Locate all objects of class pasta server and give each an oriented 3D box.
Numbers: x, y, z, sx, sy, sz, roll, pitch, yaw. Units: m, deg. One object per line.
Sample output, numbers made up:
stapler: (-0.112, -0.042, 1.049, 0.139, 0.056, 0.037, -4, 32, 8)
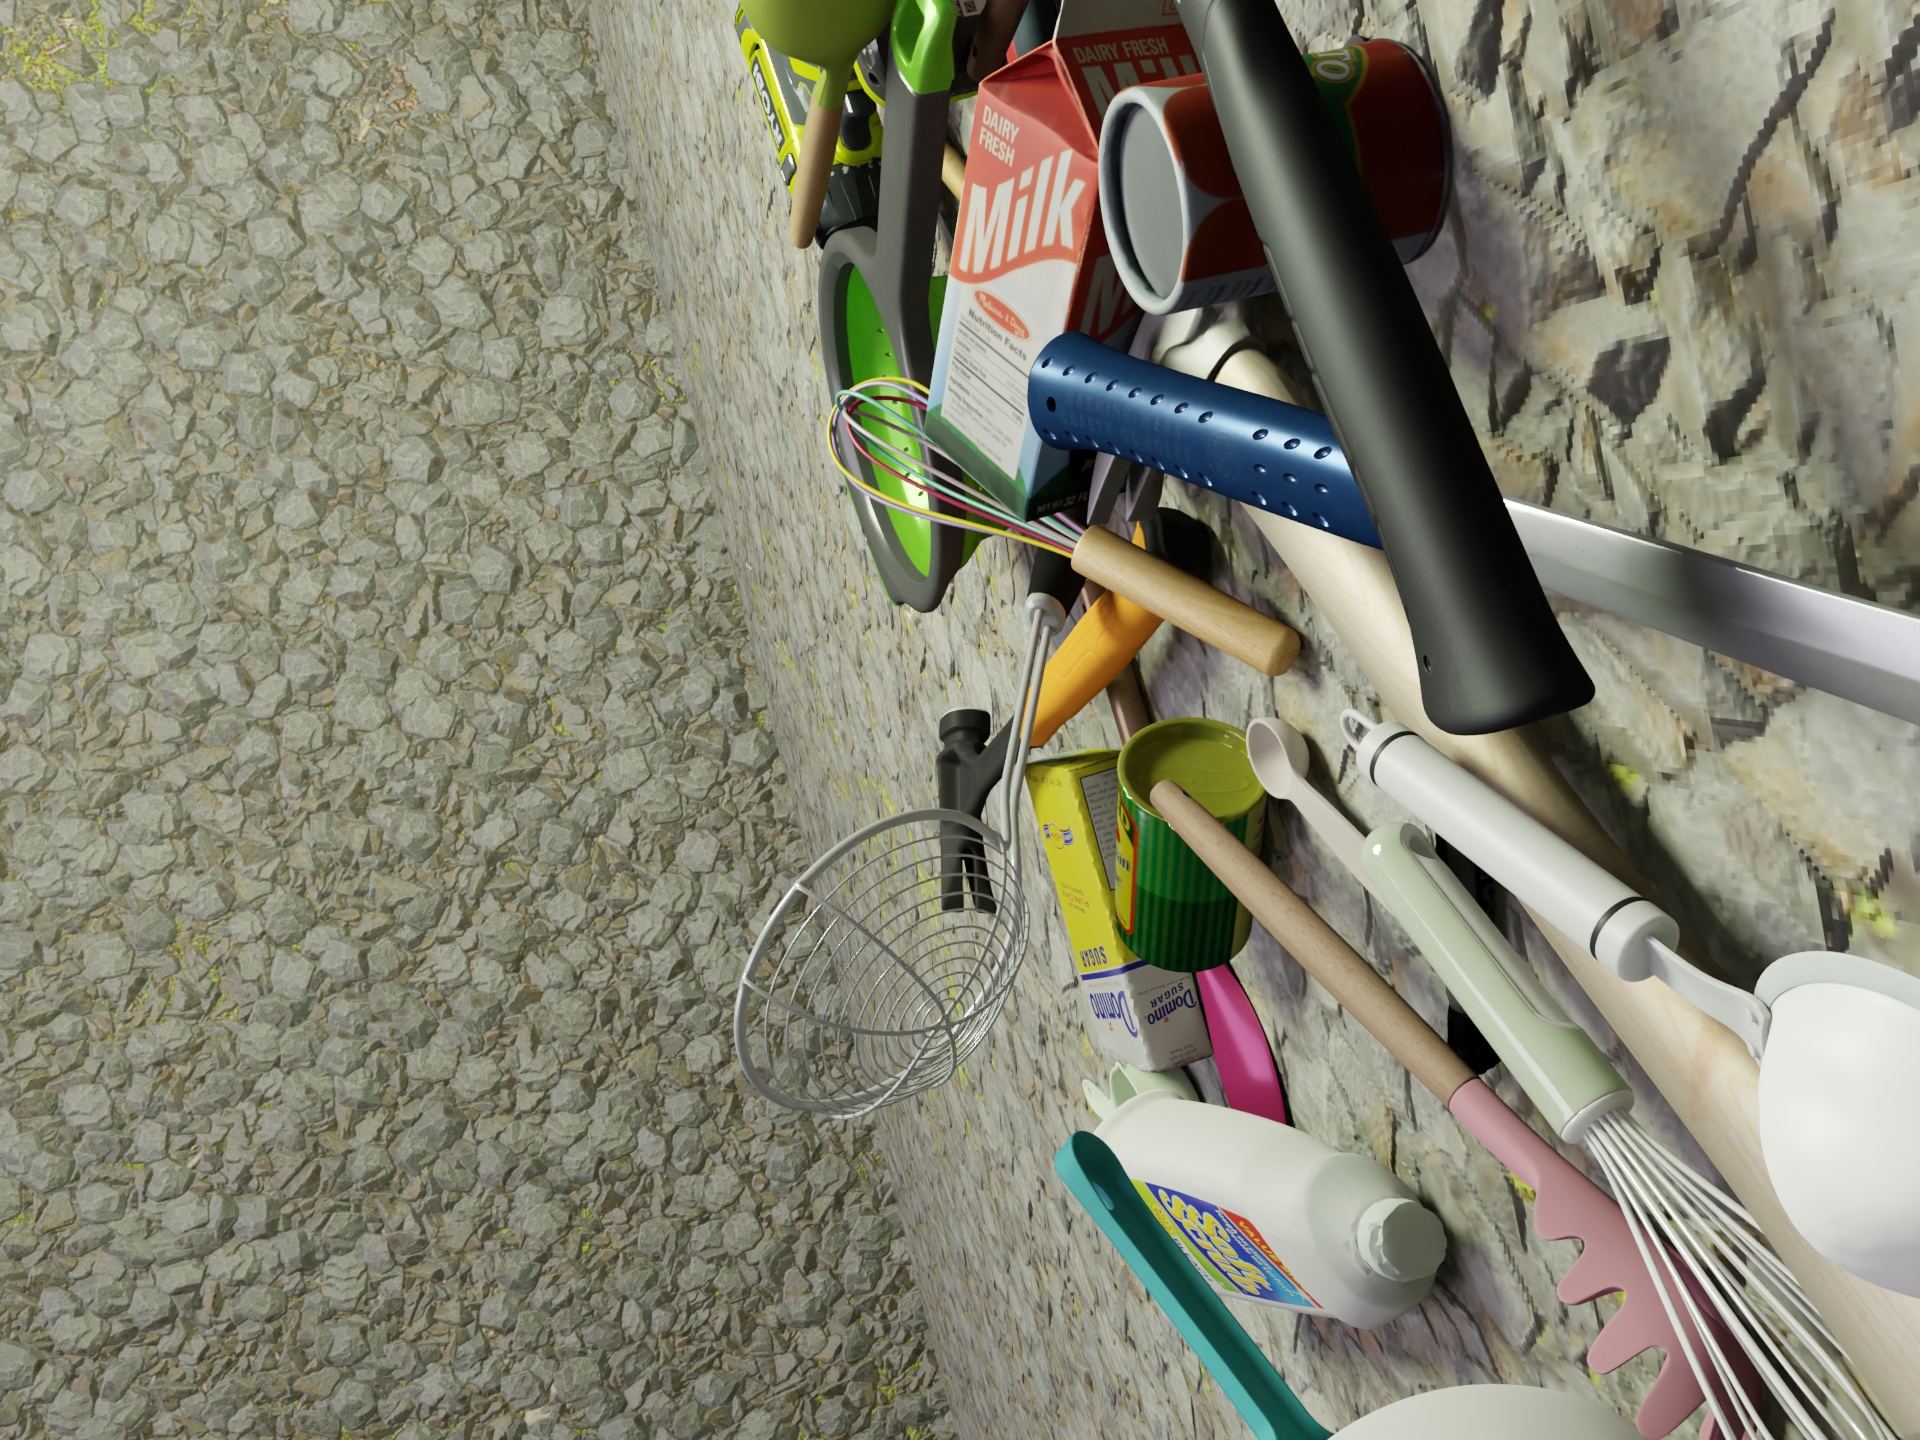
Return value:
pasta server: (0.152, 0.117, 0.554, 0.060, 0.040, 0.317, 30, -167, -42)

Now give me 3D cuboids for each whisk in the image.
whisk: (0.037, -0.087, 0.676, 0.245, 0.047, 0.051, 32, 153, 24)
whisk: (0.188, 0.120, 0.455, 0.059, 0.057, 0.247, -54, 45, 27)

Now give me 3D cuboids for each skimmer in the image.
skimmer: (-0.001, -0.002, 0.678, 0.364, 0.090, 0.127, -75, -27, -42)

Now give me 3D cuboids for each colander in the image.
colander: (0.004, -0.201, 0.782, 0.396, 0.094, 0.205, 103, 150, -65)

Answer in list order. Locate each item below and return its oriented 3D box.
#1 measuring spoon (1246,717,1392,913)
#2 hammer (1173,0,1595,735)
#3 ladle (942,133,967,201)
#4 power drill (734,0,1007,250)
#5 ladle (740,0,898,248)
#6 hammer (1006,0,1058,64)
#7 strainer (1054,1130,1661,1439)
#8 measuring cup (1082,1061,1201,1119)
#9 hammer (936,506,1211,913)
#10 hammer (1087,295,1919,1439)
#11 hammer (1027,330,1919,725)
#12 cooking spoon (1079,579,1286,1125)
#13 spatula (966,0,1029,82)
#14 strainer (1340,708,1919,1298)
measuring spoon: (0.153, 0.041, 0.623, 0.124, 0.018, 0.034, 54, 157, 41)
hammer: (0.070, -0.153, 0.372, 0.146, 0.035, 0.335, 87, 166, -75)
ladle: (-0.043, -0.377, 0.938, 0.069, 0.031, 0.316, 92, 157, -48)
power drill: (-0.050, -0.338, 0.841, 0.228, 0.080, 0.190, 160, 91, -72)
ladle: (-0.073, -0.292, 0.749, 0.062, 0.078, 0.320, 43, 171, -5)
hammer: (0.034, -0.296, 0.671, 0.143, 0.038, 0.386, 171, 84, -76)
strainer: (0.151, 0.224, 0.478, 0.095, 0.210, 0.341, -56, 48, 15)
measuring cup: (0.111, 0.237, 0.979, 0.167, 0.038, 0.083, 165, 90, -79)
hammer: (0.047, -0.005, 0.823, 0.336, 0.034, 0.127, 126, 146, -61)
hammer: (0.151, 0.013, 0.480, 0.411, 0.038, 0.146, 64, 149, 34)
hammer: (0.130, -0.056, 0.405, 0.406, 0.035, 0.144, 37, 140, 55)
cooking spoon: (0.113, 0.079, 0.821, 0.069, 0.017, 0.319, 148, 106, -75)
spatula: (0.051, -0.326, 0.527, 0.315, 0.018, 0.060, 128, 125, -64)
strainer: (0.163, 0.058, 0.375, 0.259, 0.050, 0.086, 49, 165, 55)
